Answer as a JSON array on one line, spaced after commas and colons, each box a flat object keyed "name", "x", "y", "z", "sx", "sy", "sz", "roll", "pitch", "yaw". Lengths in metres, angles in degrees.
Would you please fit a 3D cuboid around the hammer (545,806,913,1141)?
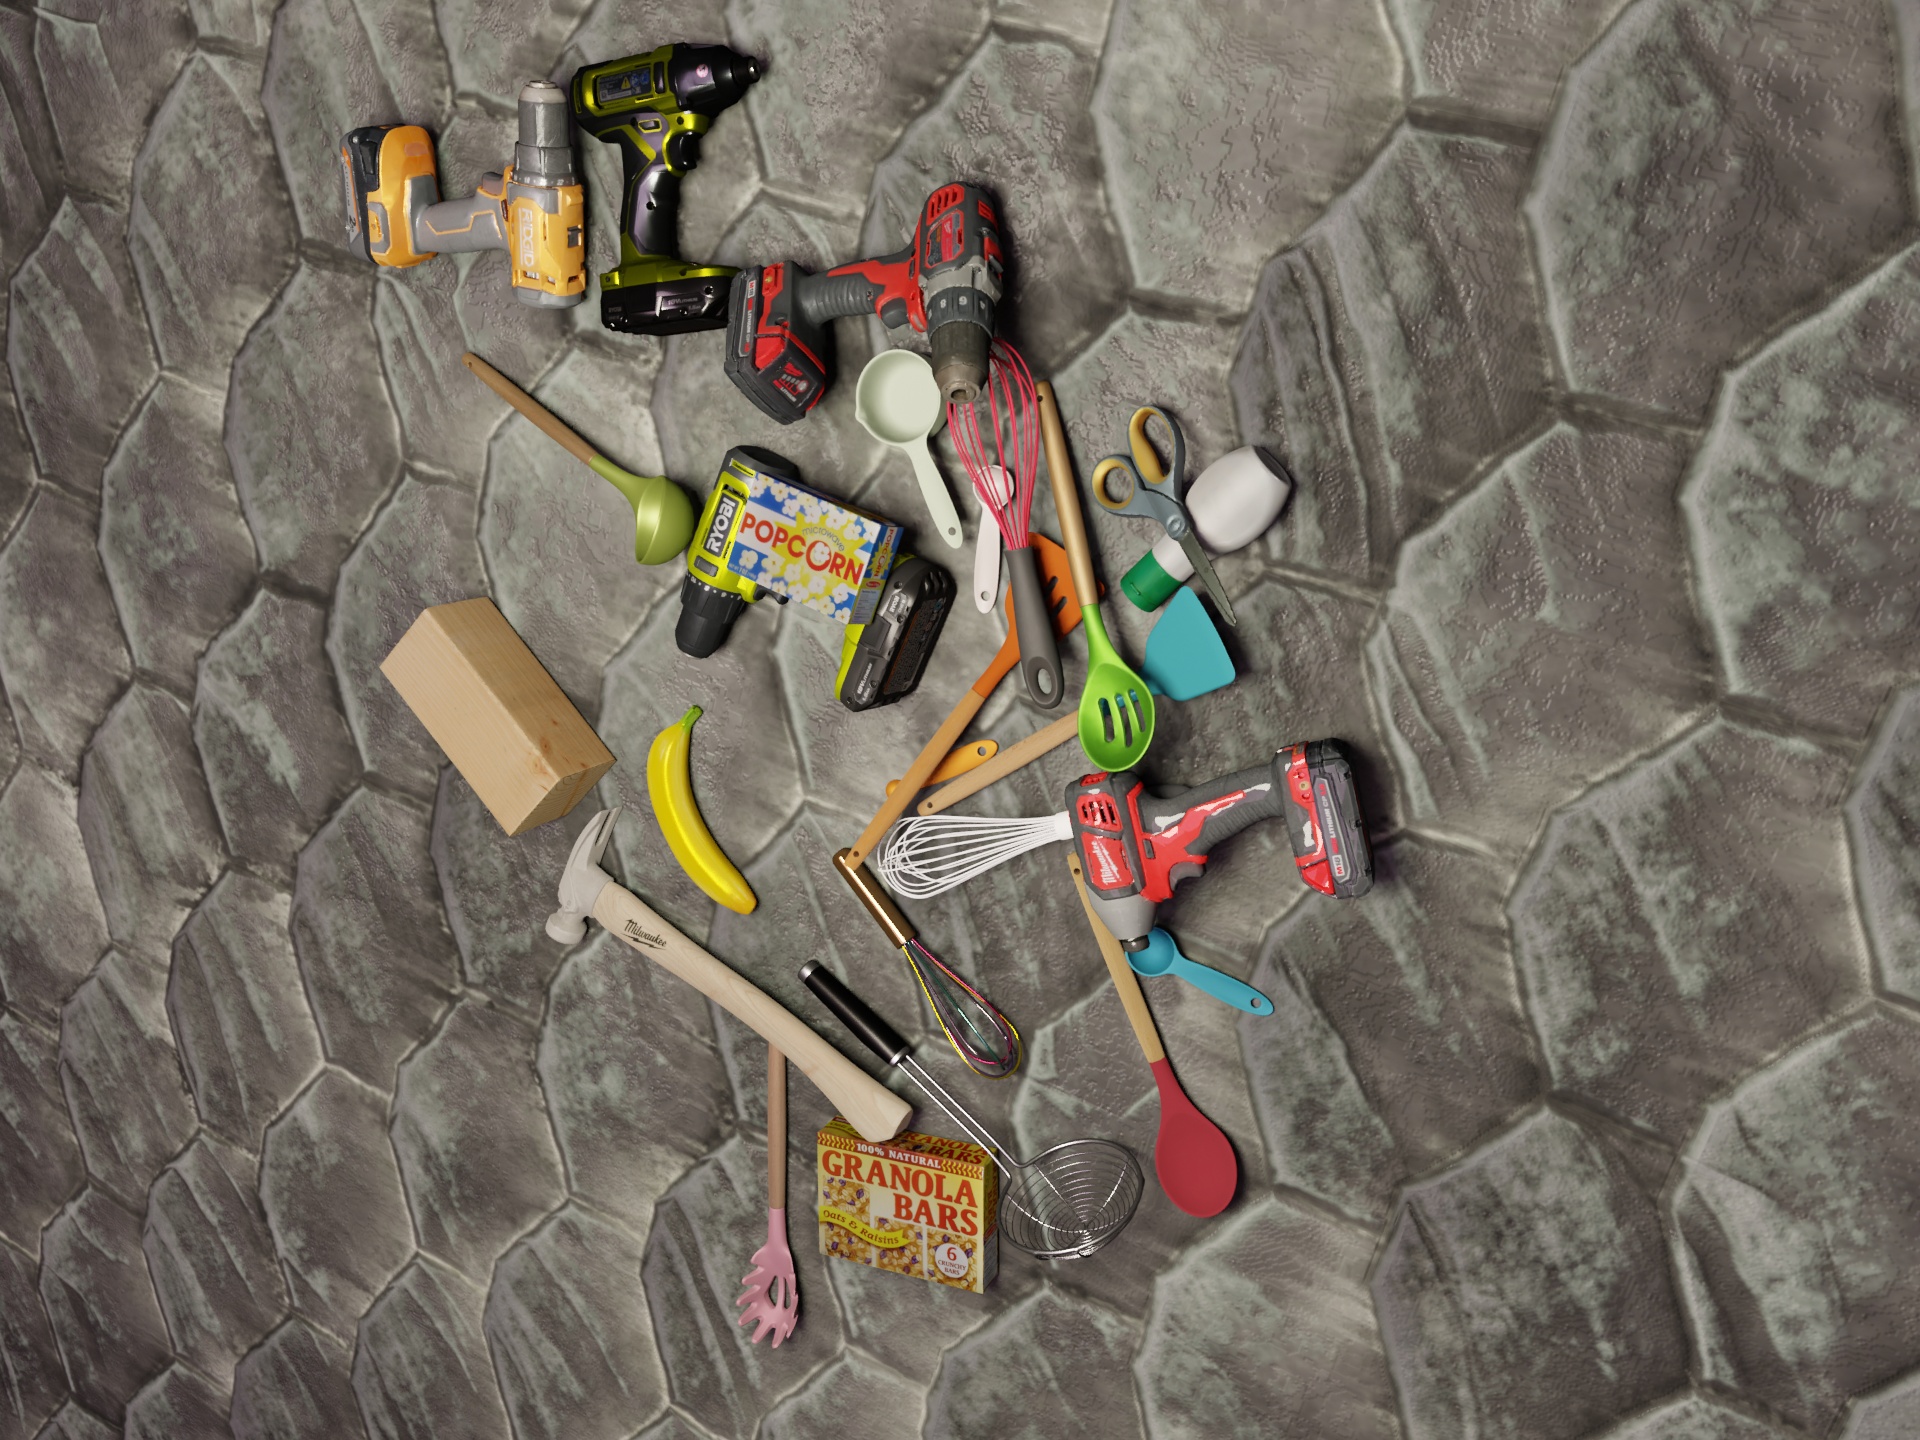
[{"name": "hammer", "x": -0.208, "y": 0.240, "z": 1.456, "sx": 0.411, "sy": 0.038, "sz": 0.146, "roll": 32, "pitch": 111, "yaw": 20}]

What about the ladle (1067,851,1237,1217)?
[{"name": "ladle", "x": 0.151, "y": 0.256, "z": 1.313, "sx": 0.069, "sy": 0.031, "sz": 0.315, "roll": -22, "pitch": 89, "yaw": 22}]

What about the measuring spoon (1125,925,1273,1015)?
[{"name": "measuring spoon", "x": 0.195, "y": 0.205, "z": 1.292, "sx": 0.128, "sy": 0.021, "sz": 0.042, "roll": 26, "pitch": 101, "yaw": 9}]

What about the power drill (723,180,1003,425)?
[{"name": "power drill", "x": -0.070, "y": -0.304, "z": 1.236, "sx": 0.227, "sy": 0.080, "sz": 0.188, "roll": -14, "pitch": 61, "yaw": 26}]

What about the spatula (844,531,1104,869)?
[{"name": "spatula", "x": -0.002, "y": -0.004, "z": 1.304, "sx": 0.081, "sy": 0.041, "sz": 0.322, "roll": 39, "pitch": 101, "yaw": 13}]

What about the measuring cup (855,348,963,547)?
[{"name": "measuring cup", "x": -0.027, "y": -0.220, "z": 1.294, "sx": 0.083, "sy": 0.038, "sz": 0.167, "roll": -20, "pitch": 93, "yaw": 27}]

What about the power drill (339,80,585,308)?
[{"name": "power drill", "x": -0.430, "y": -0.471, "z": 1.393, "sx": 0.226, "sy": 0.084, "sz": 0.185, "roll": 16, "pitch": 119, "yaw": 18}]

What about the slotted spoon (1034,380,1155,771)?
[{"name": "slotted spoon", "x": 0.097, "y": -0.114, "z": 1.237, "sx": 0.070, "sy": 0.031, "sz": 0.314, "roll": -16, "pitch": 82, "yaw": 34}]

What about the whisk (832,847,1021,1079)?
[{"name": "whisk", "x": -0.030, "y": 0.209, "z": 1.384, "sx": 0.047, "sy": 0.051, "sz": 0.245, "roll": -40, "pitch": 78, "yaw": 5}]

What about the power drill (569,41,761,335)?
[{"name": "power drill", "x": -0.237, "y": -0.442, "z": 1.326, "sx": 0.171, "sy": 0.080, "sz": 0.223, "roll": 0, "pitch": 97, "yaw": 26}]

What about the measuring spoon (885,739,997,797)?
[{"name": "measuring spoon", "x": -0.018, "y": 0.043, "z": 1.356, "sx": 0.117, "sy": 0.011, "sz": 0.021, "roll": -25, "pitch": 89, "yaw": 26}]

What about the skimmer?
[{"name": "skimmer", "x": -0.005, "y": 0.316, "z": 1.360, "sx": 0.363, "sy": 0.127, "sz": 0.090, "roll": 40, "pitch": 147, "yaw": 19}]

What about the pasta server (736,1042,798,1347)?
[{"name": "pasta server", "x": -0.176, "y": 0.434, "z": 1.493, "sx": 0.060, "sy": 0.040, "sz": 0.316, "roll": 5, "pitch": 101, "yaw": 21}]

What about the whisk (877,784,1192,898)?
[{"name": "whisk", "x": 0.059, "y": 0.094, "z": 1.310, "sx": 0.284, "sy": 0.070, "sz": 0.070, "roll": -14, "pitch": 94, "yaw": 22}]

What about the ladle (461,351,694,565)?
[{"name": "ladle", "x": -0.351, "y": -0.244, "z": 1.414, "sx": 0.320, "sy": 0.062, "sz": 0.078, "roll": 39, "pitch": 119, "yaw": 22}]

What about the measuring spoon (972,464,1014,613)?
[{"name": "measuring spoon", "x": 0.025, "y": -0.148, "z": 1.299, "sx": 0.034, "sy": 0.018, "sz": 0.124, "roll": 10, "pitch": 111, "yaw": 16}]

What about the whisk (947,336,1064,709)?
[{"name": "whisk", "x": 0.042, "y": -0.153, "z": 1.242, "sx": 0.073, "sy": 0.073, "sz": 0.296, "roll": -8, "pitch": 96, "yaw": 26}]

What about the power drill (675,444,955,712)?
[{"name": "power drill", "x": -0.136, "y": -0.102, "z": 1.347, "sx": 0.229, "sy": 0.080, "sz": 0.190, "roll": 31, "pitch": 110, "yaw": 19}]

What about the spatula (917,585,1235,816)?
[{"name": "spatula", "x": 0.081, "y": 0.004, "z": 1.284, "sx": 0.317, "sy": 0.044, "sz": 0.082, "roll": -32, "pitch": 77, "yaw": 27}]

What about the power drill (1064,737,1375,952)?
[{"name": "power drill", "x": 0.197, "y": 0.096, "z": 1.211, "sx": 0.219, "sy": 0.078, "sz": 0.143, "roll": -11, "pitch": 96, "yaw": 17}]
